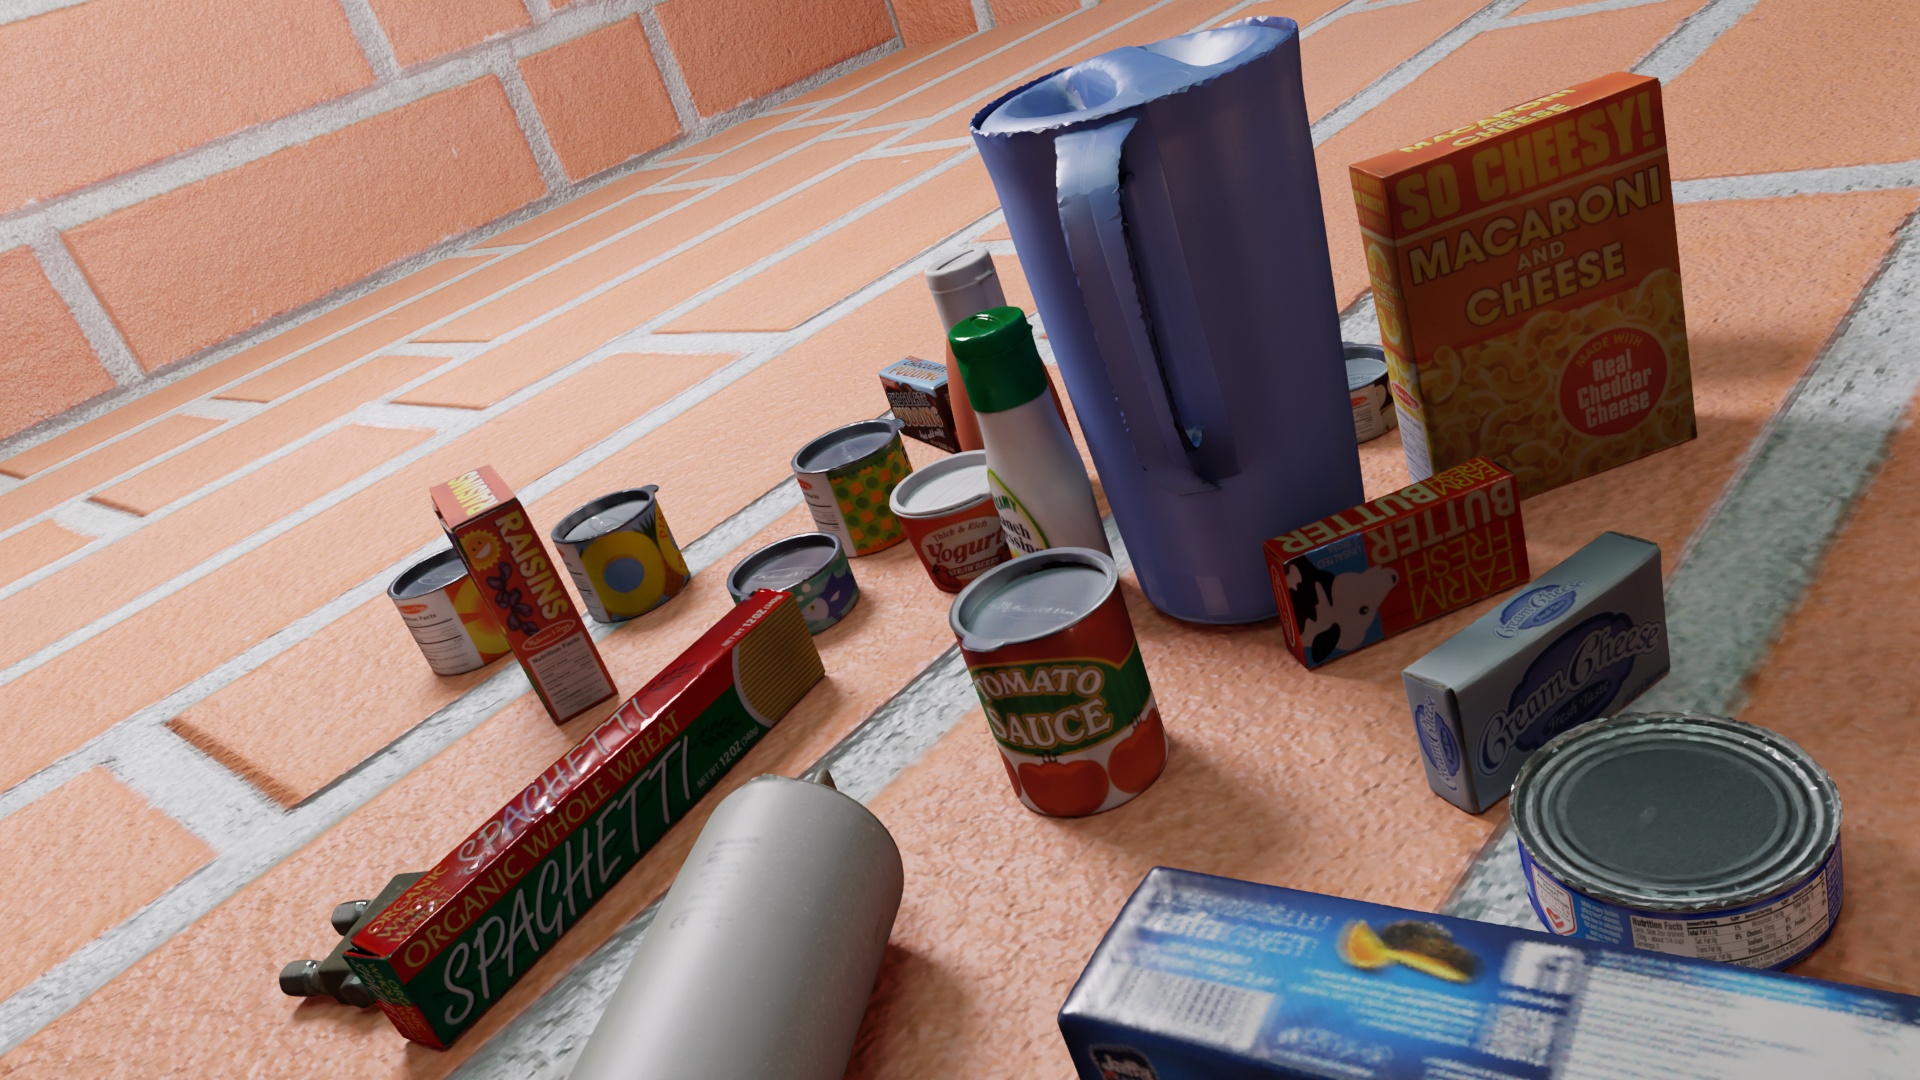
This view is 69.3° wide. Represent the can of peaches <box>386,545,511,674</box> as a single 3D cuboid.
[{"bbox_3d":[-0.303,0.039,0.848,0.071,0.058,0.071,-16,25,8],"label":"can of peaches"}]

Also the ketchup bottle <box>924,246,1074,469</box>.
[{"bbox_3d":[0.021,-0.084,0.759,0.065,0.148,0.043,-36,29,-31],"label":"ketchup bottle"}]

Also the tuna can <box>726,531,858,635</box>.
[{"bbox_3d":[-0.091,0.027,0.751,0.071,0.032,0.071,-16,25,8],"label":"tuna can"}]

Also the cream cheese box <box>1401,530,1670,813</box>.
[{"bbox_3d":[0.201,0.044,0.478,0.104,0.053,0.024,-29,26,-20],"label":"cream cheese box"}]

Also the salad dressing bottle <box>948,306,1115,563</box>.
[{"bbox_3d":[0.034,-0.036,0.651,0.044,0.147,0.064,-26,25,-14],"label":"salad dressing bottle"}]

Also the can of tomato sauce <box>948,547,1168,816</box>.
[{"bbox_3d":[0.039,0.056,0.538,0.071,0.082,0.071,-16,25,8],"label":"can of tomato sauce"}]

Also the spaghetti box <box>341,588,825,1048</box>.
[{"bbox_3d":[-0.149,0.109,0.604,0.028,0.050,0.251,1,31,37],"label":"spaghetti box"}]

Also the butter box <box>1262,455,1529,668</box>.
[{"bbox_3d":[0.179,0.009,0.568,0.103,0.053,0.024,-21,25,-4],"label":"butter box"}]

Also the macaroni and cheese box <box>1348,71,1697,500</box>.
[{"bbox_3d":[0.249,-0.104,0.613,0.124,0.165,0.040,-20,24,0],"label":"macaroni and cheese box"}]

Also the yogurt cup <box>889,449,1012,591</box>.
[{"bbox_3d":[0.003,-0.009,0.731,0.072,0.053,0.073,-16,25,8],"label":"yogurt cup"}]

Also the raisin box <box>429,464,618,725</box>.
[{"bbox_3d":[-0.236,0.027,0.747,0.040,0.123,0.086,-28,26,-18],"label":"raisin box"}]

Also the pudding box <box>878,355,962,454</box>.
[{"bbox_3d":[-0.018,-0.091,0.918,0.030,0.049,0.084,-29,26,-20],"label":"pudding box"}]

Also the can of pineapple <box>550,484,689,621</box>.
[{"bbox_3d":[-0.203,0.008,0.842,0.071,0.057,0.071,-16,25,8],"label":"can of pineapple"}]

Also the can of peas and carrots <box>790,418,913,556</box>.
[{"bbox_3d":[-0.056,-0.032,0.815,0.071,0.058,0.071,-16,25,8],"label":"can of peas and carrots"}]

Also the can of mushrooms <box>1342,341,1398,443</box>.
[{"bbox_3d":[0.205,-0.080,0.753,0.071,0.033,0.071,-16,25,8],"label":"can of mushrooms"}]
